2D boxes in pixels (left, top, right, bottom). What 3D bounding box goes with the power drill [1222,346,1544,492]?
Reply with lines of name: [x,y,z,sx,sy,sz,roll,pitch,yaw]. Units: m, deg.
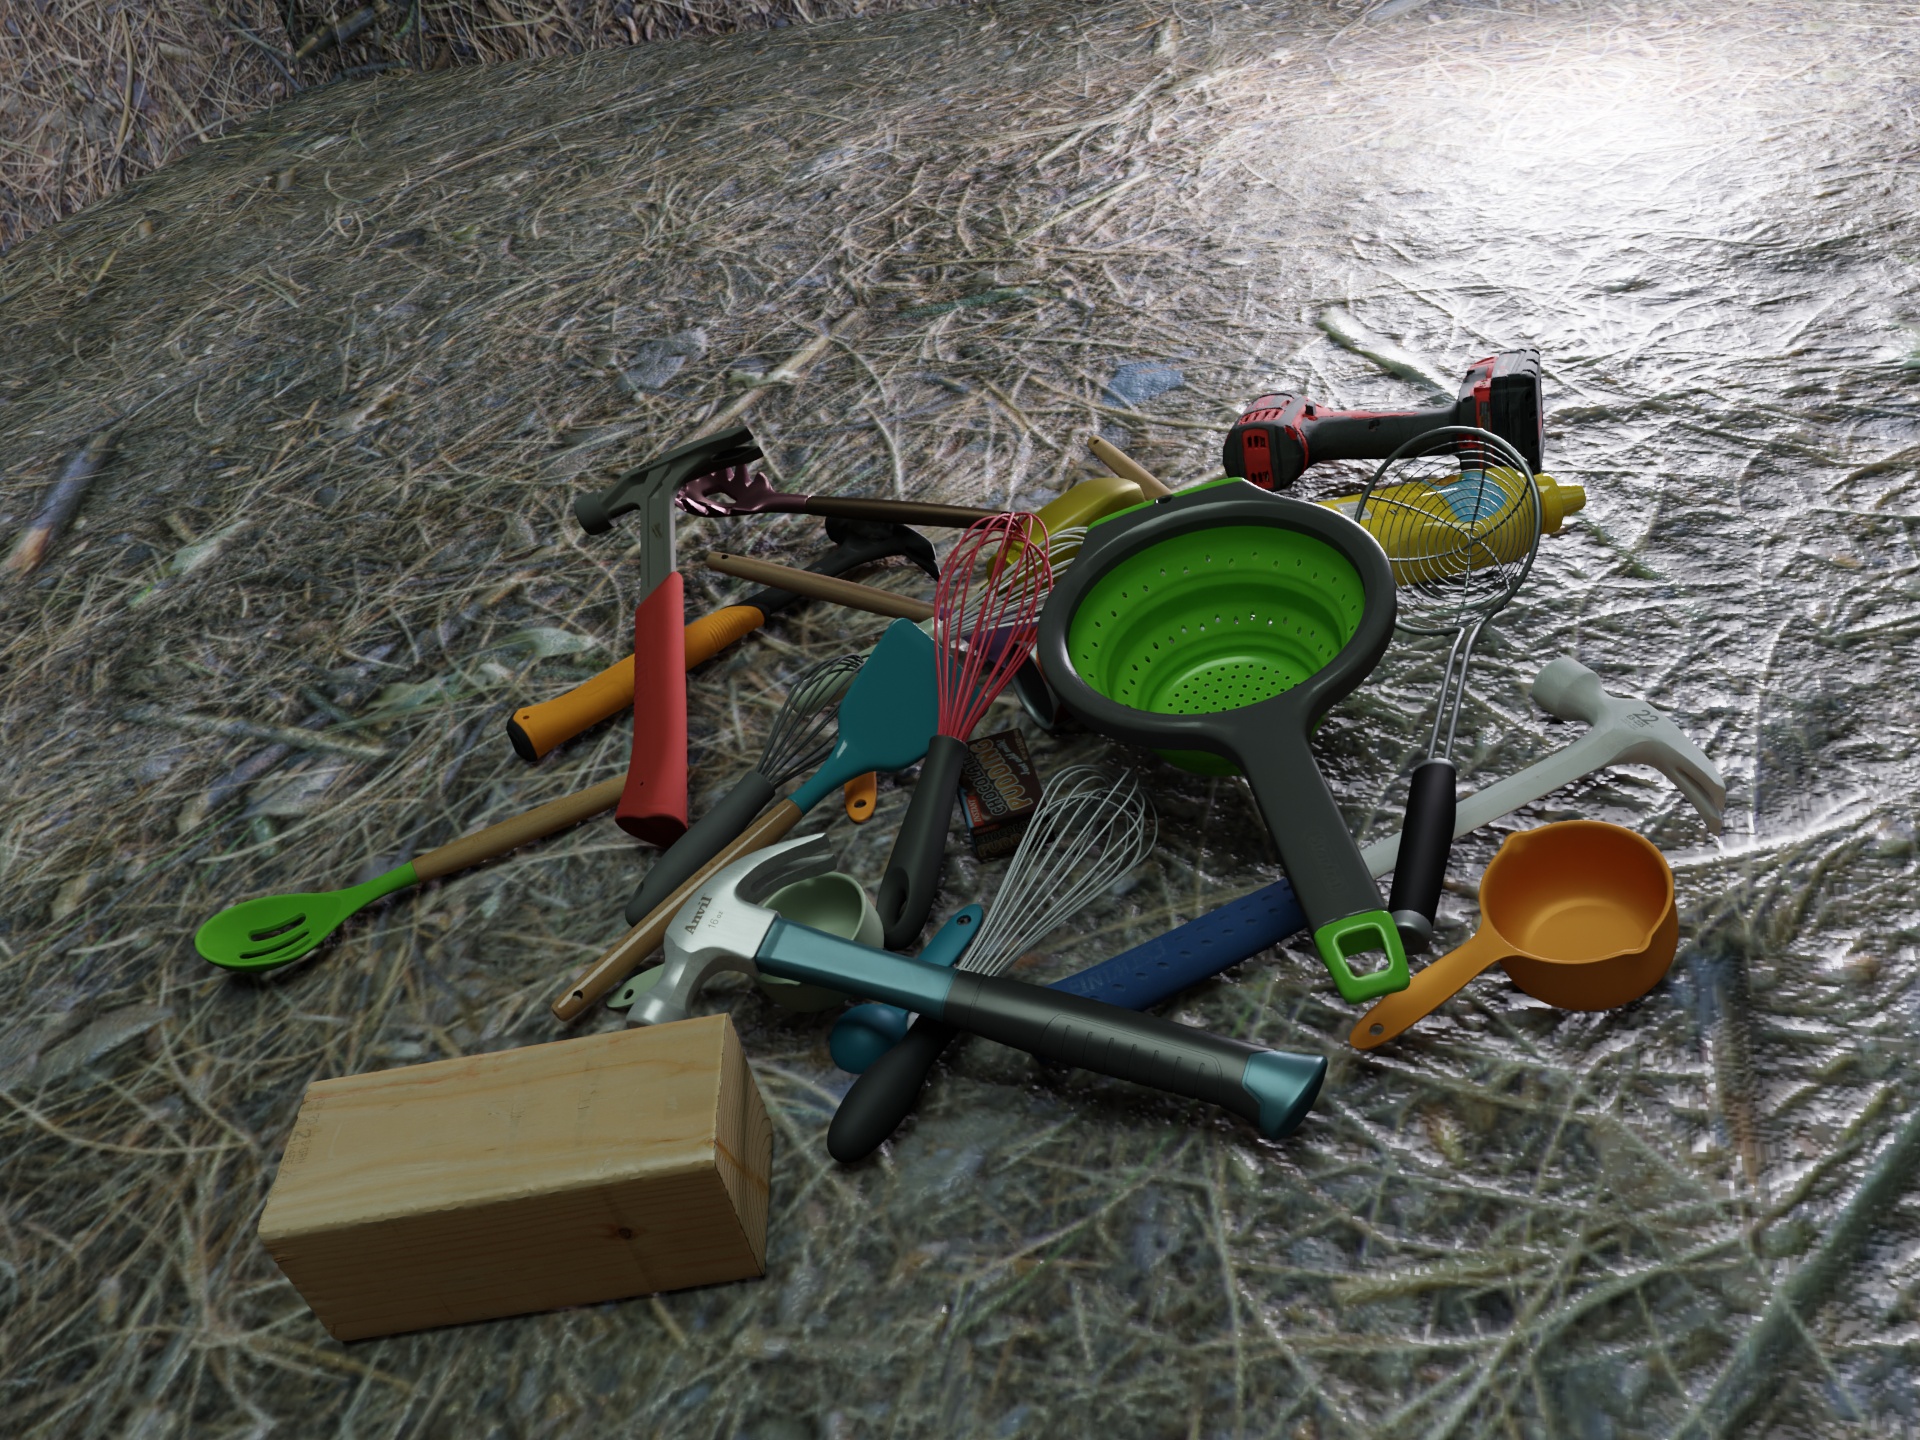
power drill: [0.313,-0.218,1.177,0.220,0.078,0.143,-2,22,23]

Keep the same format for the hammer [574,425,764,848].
hammer: [-0.198,-0.064,1.093,0.149,0.036,0.359,-21,46,10]

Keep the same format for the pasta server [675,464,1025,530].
pasta server: [-0.095,-0.169,1.220,0.316,0.040,0.060,9,53,28]

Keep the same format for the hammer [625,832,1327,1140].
hammer: [0.009,0.139,0.772,0.331,0.033,0.128,13,55,18]

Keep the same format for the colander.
colander: [0.165,0.017,0.870,0.204,0.094,0.398,-17,41,4]

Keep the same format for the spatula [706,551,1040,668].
spatula: [-0.040,-0.077,1.113,0.316,0.018,0.060,16,50,19]

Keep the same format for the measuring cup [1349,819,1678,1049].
measuring cup: [0.266,0.121,0.769,0.173,0.052,0.095,-34,38,-3]

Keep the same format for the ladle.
ladle: [0.156,-0.163,1.177,0.078,0.062,0.320,-39,35,3]

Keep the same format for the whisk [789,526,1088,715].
whisk: [-0.005,-0.061,1.064,0.246,0.059,0.058,-25,29,9]

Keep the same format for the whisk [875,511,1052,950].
whisk: [-0.001,-0.003,0.940,0.073,0.073,0.296,5,63,23]

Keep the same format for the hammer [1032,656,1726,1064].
hammer: [0.216,0.081,0.843,0.405,0.035,0.144,-24,37,-14]

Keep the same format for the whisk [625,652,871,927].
whisk: [-0.127,0.040,0.990,0.055,0.055,0.239,17,53,35]

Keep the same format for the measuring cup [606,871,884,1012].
measuring cup: [-0.118,0.139,0.878,0.167,0.038,0.083,-21,38,17]

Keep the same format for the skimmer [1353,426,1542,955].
skimmer: [0.252,-0.030,0.877,0.127,0.090,0.363,-28,24,40]

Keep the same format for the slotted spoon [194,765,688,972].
slotted spoon: [-0.320,0.088,1.009,0.313,0.031,0.070,-23,37,-17]

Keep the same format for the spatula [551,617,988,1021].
spatula: [-0.116,0.063,0.940,0.082,0.044,0.317,45,63,4]

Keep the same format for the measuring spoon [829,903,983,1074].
measuring spoon: [-0.026,0.136,0.854,0.042,0.021,0.129,14,45,32]

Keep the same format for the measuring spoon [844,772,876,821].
measuring spoon: [-0.066,0.026,1.025,0.021,0.011,0.117,-11,36,3]

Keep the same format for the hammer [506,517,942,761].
hammer: [-0.173,-0.062,1.159,0.337,0.034,0.127,-33,39,-25]

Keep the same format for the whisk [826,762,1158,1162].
whisk: [0.019,0.119,0.838,0.070,0.070,0.285,16,49,34]
